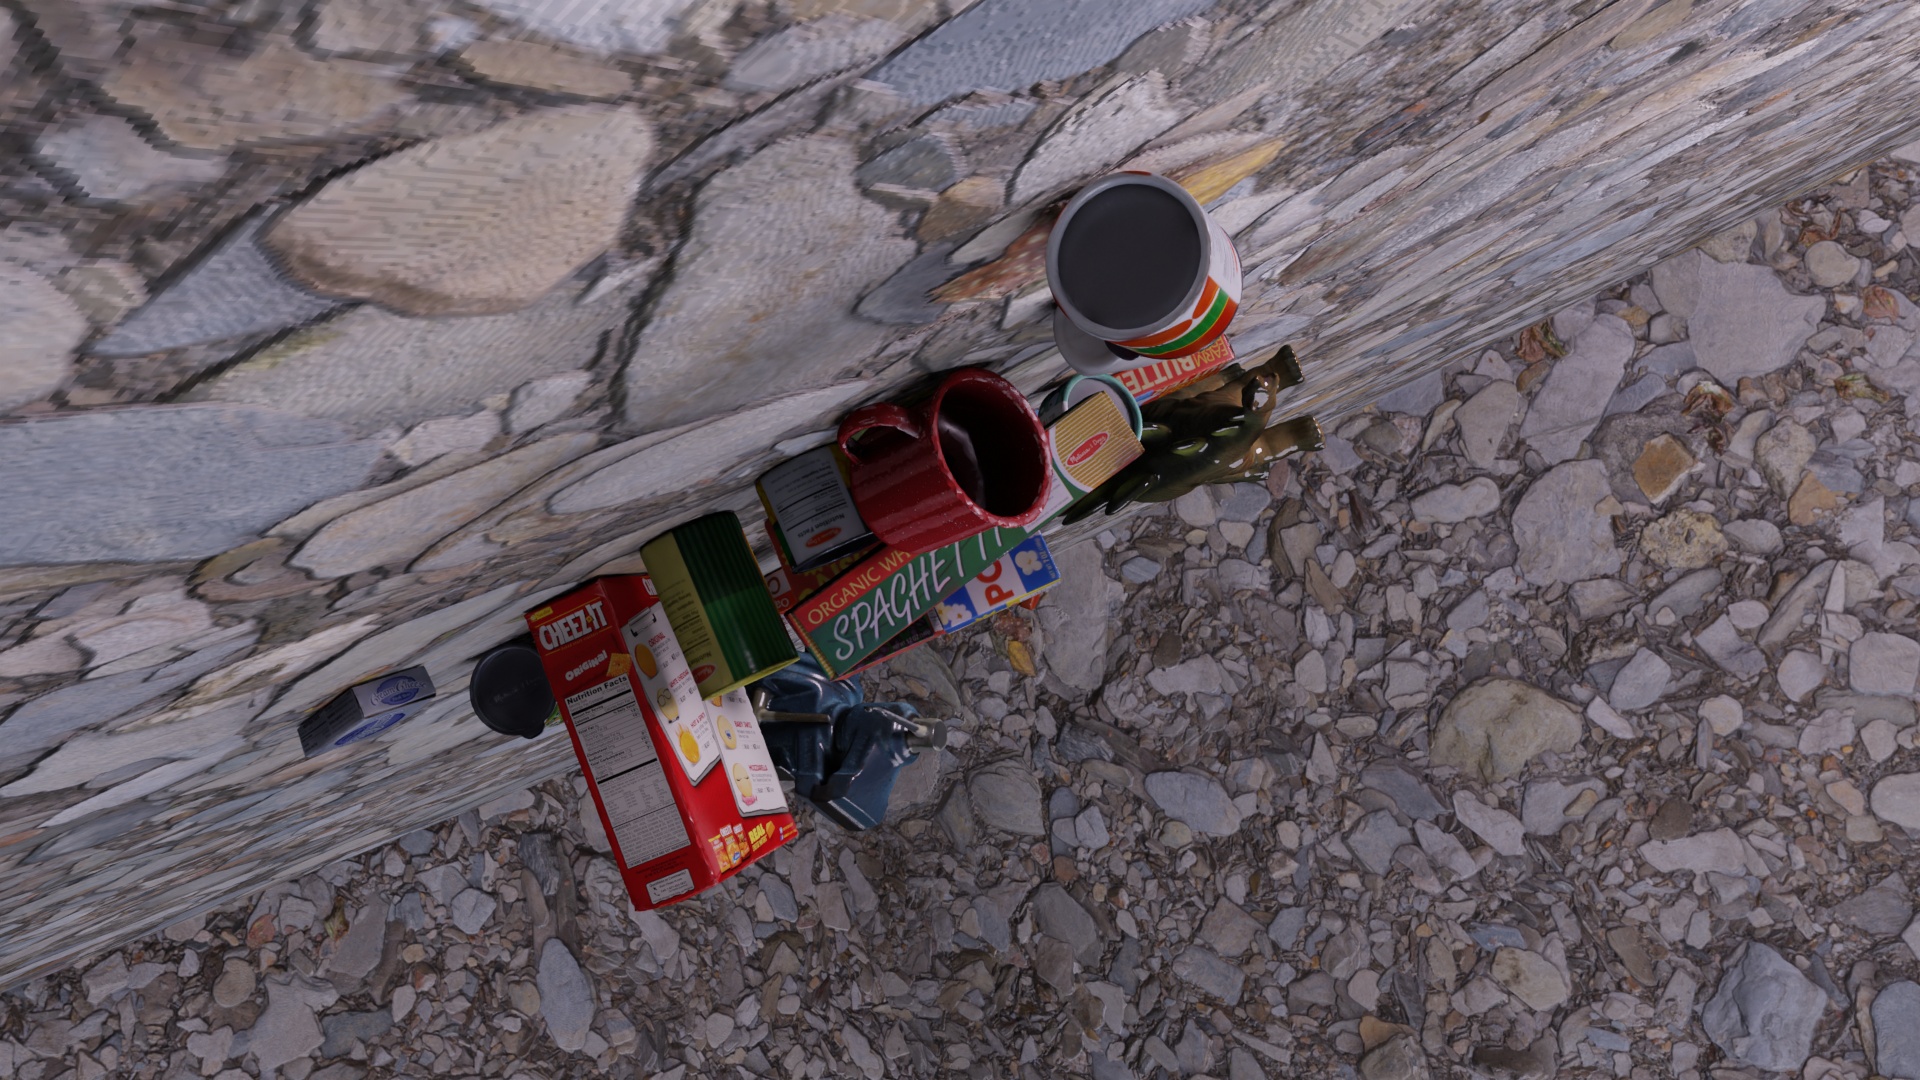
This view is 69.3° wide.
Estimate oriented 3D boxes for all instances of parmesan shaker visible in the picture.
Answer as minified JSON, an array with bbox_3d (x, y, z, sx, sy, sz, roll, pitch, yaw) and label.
[{"bbox_3d":[-0.150,0.040,0.876,0.071,0.103,0.071,-24,175,-2],"label":"parmesan shaker"}]

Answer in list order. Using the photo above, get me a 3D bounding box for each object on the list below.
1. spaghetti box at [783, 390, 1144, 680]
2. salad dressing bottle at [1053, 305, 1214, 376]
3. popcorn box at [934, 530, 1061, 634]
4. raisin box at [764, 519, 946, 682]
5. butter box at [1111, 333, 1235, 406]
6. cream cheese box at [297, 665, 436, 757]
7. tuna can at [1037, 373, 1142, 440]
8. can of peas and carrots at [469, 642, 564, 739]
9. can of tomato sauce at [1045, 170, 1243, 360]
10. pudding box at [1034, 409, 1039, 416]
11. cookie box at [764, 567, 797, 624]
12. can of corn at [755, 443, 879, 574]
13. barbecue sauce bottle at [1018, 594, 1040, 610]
[{"bbox_3d":[0.004,-0.006,0.862,0.251,0.050,0.028,-36,-174,-16],"label":"spaghetti box"},{"bbox_3d":[0.102,-0.118,0.750,0.064,0.044,0.148,-29,174,31],"label":"salad dressing bottle"},{"bbox_3d":[0.003,-0.012,0.922,0.085,0.127,0.038,-24,172,0],"label":"popcorn box"},{"bbox_3d":[-0.072,0.025,0.970,0.086,0.123,0.040,-26,173,15],"label":"raisin box"},{"bbox_3d":[0.149,-0.122,1.035,0.103,0.024,0.053,-23,176,-7],"label":"butter box"},{"bbox_3d":[-0.406,0.118,0.947,0.103,0.024,0.053,-28,174,40],"label":"cream cheese box"},{"bbox_3d":[0.090,-0.081,0.948,0.071,0.071,0.032,-21,173,-33],"label":"tuna can"},{"bbox_3d":[-0.315,0.110,1.022,0.071,0.071,0.058,-24,175,4],"label":"can of peas and carrots"},{"bbox_3d":[0.075,-0.109,0.567,0.071,0.071,0.083,-26,174,18],"label":"can of tomato sauce"},{"bbox_3d":[0.045,-0.073,1.023,0.084,0.030,0.049,-19,174,-42],"label":"pudding box"},{"bbox_3d":[-0.199,0.070,1.337,0.167,0.040,0.123,-26,175,20],"label":"cookie box"},{"bbox_3d":[-0.081,-0.019,0.830,0.071,0.058,0.071,-24,175,-2],"label":"can of corn"},{"bbox_3d":[-0.004,0.016,1.146,0.148,0.044,0.064,19,166,11],"label":"barbecue sauce bottle"}]
